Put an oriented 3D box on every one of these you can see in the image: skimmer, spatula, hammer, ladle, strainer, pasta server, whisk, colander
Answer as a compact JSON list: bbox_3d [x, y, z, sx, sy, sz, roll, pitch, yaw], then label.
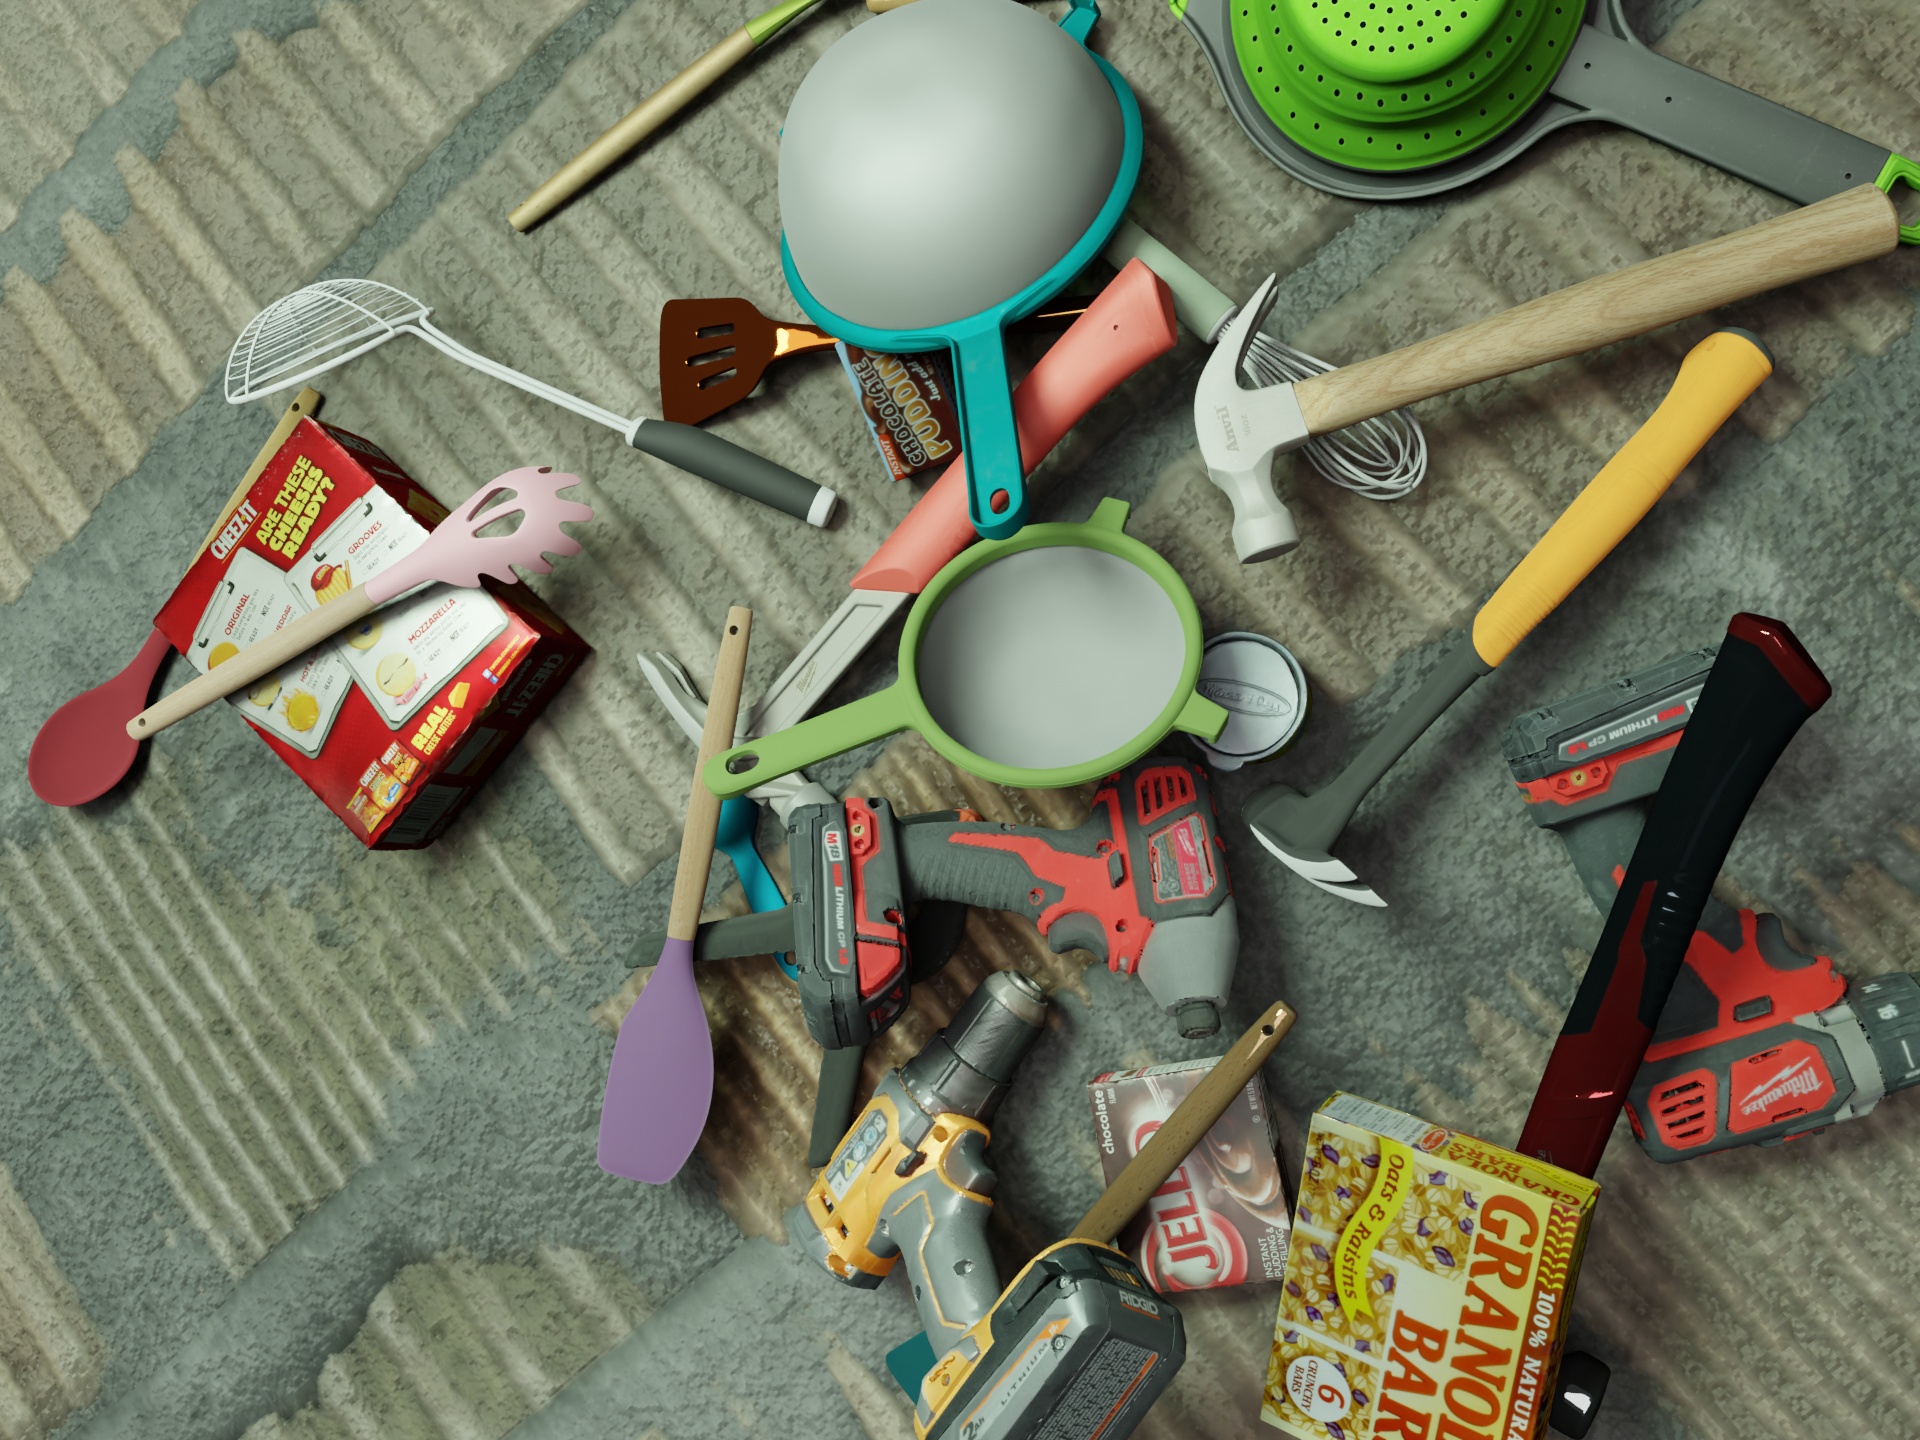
[{"bbox_3d":[-0.249,-0.167,0.930,0.363,0.127,0.090,23,124,2],"label":"skimmer"},{"bbox_3d":[-0.026,-0.219,0.899,0.322,0.041,0.081,-3,88,11],"label":"spatula"},{"bbox_3d":[0.272,-0.055,0.767,0.034,0.127,0.337,41,92,-14],"label":"hammer"},{"bbox_3d":[-0.150,-0.394,0.928,0.320,0.078,0.062,-32,123,16],"label":"ladle"},{"bbox_3d":[-0.001,-0.003,0.803,0.256,0.069,0.152,-21,59,1],"label":"strainer"},{"bbox_3d":[-0.498,-0.079,1.021,0.069,0.031,0.315,35,94,12],"label":"ladle"},{"bbox_3d":[-0.349,-0.059,0.905,0.316,0.040,0.060,-26,78,16],"label":"pasta server"},{"bbox_3d":[-0.011,-0.249,0.795,0.211,0.095,0.341,-16,59,17],"label":"strainer"},{"bbox_3d":[0.068,0.259,0.808,0.082,0.044,0.317,43,105,21],"label":"spatula"},{"bbox_3d":[0.277,0.132,0.719,0.143,0.038,0.386,23,110,27],"label":"hammer"},{"bbox_3d":[0.273,-0.187,0.762,0.331,0.031,0.130,-18,80,8],"label":"hammer"},{"bbox_3d":[-0.022,-0.105,0.858,0.149,0.036,0.359,46,108,12],"label":"hammer"},{"bbox_3d":[0.142,-0.201,0.830,0.246,0.059,0.058,42,53,10],"label":"whisk"},{"bbox_3d":[-0.145,0.094,0.866,0.060,0.018,0.316,9,88,9],"label":"spatula"},{"bbox_3d":[0.286,-0.326,0.763,0.397,0.094,0.204,28,109,10],"label":"colander"}]

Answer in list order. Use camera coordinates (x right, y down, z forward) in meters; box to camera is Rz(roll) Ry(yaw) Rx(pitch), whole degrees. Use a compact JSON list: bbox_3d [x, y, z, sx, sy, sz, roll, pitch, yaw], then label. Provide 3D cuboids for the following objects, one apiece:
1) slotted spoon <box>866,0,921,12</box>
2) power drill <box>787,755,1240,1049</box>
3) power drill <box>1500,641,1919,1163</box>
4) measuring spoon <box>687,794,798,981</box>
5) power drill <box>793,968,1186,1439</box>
[{"bbox_3d":[0.096,-0.416,0.874,0.314,0.031,0.070,0,93,18],"label":"slotted spoon"},{"bbox_3d":[0.029,0.098,0.796,0.219,0.078,0.143,-6,61,-3],"label":"power drill"},{"bbox_3d":[0.372,0.078,0.742,0.188,0.080,0.227,-22,84,14],"label":"power drill"},{"bbox_3d":[-0.120,0.091,0.905,0.042,0.021,0.129,-29,80,12],"label":"measuring spoon"},{"bbox_3d":[0.017,0.243,0.780,0.185,0.084,0.226,-55,34,5],"label":"power drill"}]
